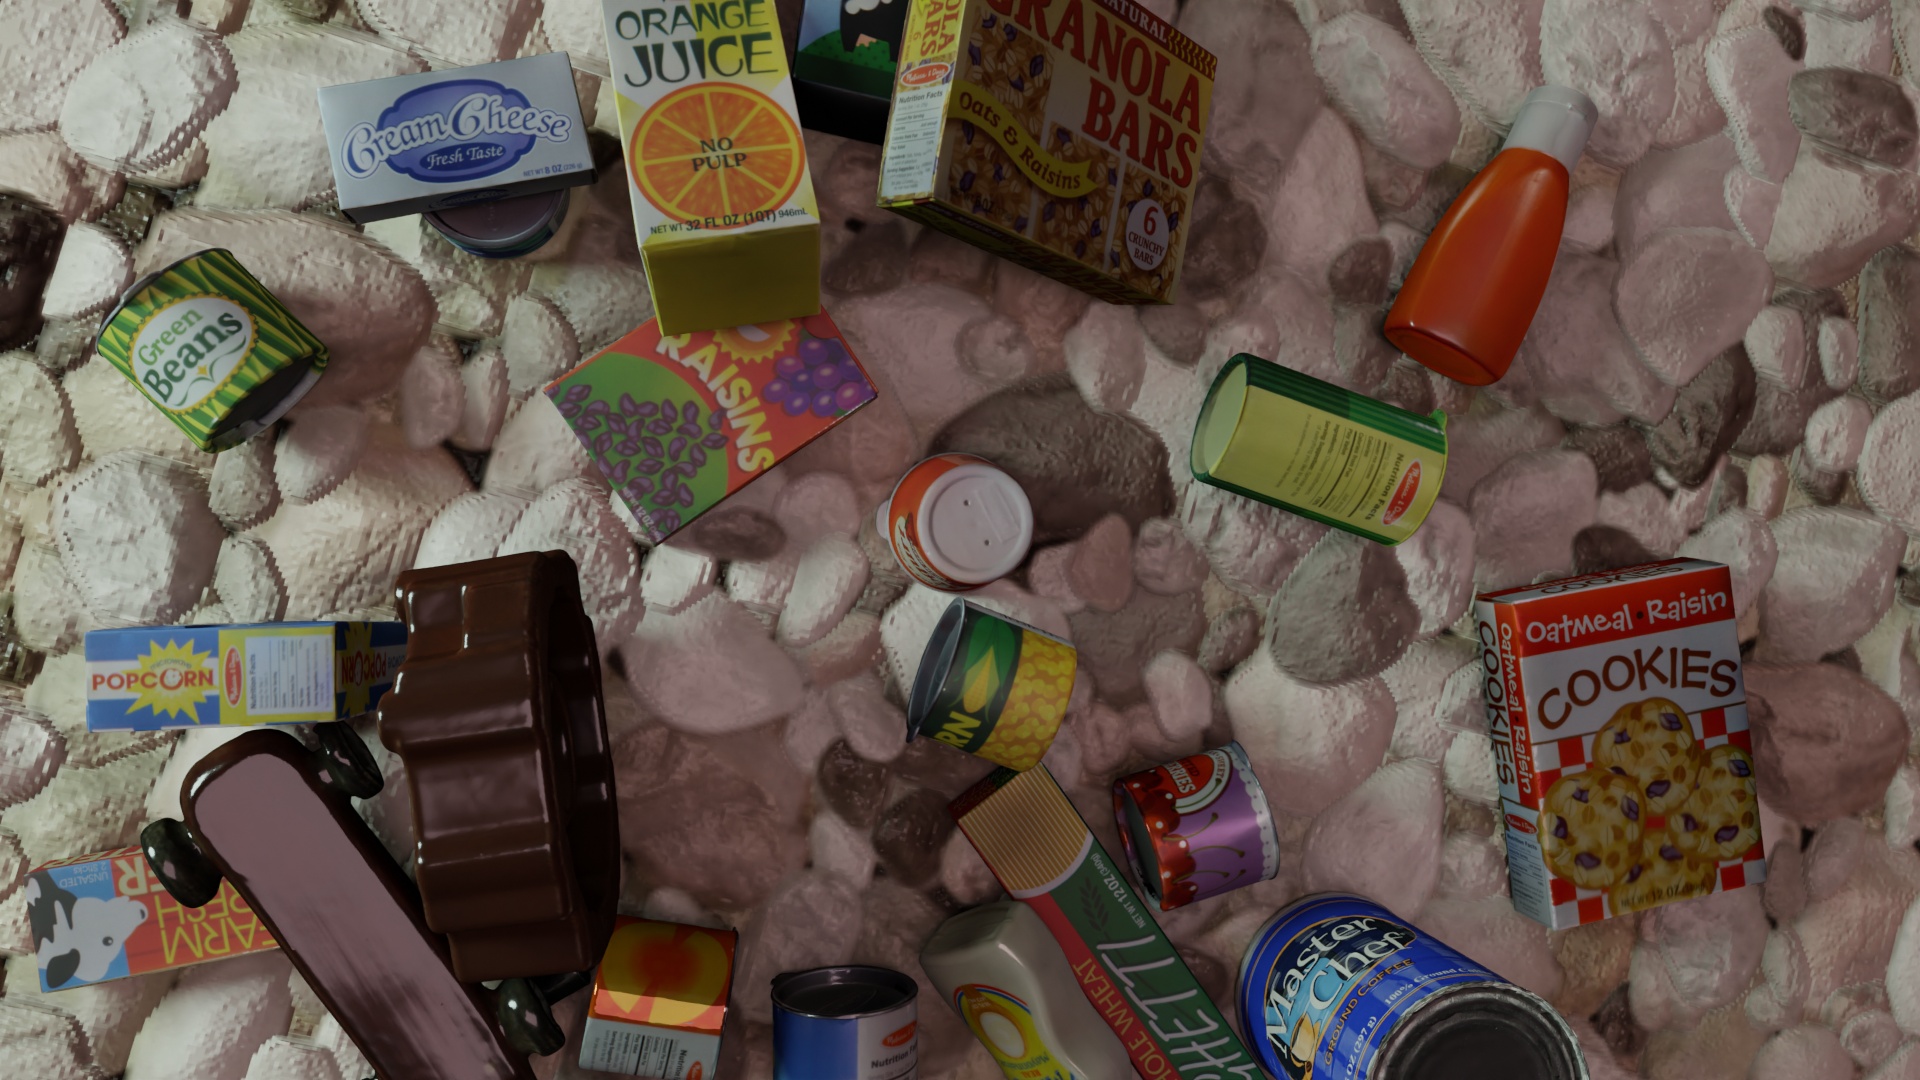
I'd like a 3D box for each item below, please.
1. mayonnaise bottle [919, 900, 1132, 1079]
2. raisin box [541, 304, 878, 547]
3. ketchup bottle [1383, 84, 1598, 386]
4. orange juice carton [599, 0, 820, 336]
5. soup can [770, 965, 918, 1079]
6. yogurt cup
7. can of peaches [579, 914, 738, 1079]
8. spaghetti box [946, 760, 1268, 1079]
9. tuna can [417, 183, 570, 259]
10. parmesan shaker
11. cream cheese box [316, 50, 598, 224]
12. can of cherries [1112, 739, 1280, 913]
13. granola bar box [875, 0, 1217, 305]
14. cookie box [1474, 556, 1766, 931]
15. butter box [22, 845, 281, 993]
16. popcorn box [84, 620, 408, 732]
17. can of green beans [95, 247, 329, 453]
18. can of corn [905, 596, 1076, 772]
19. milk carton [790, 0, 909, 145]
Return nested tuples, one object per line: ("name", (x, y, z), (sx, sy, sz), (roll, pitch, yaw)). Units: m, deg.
("mayonnaise bottle", (0.044, 0.239, 0.648), (0.148, 0.064, 0.041), (57, 40, -7))
("raisin box", (-0.111, -0.066, 0.629), (0.123, 0.040, 0.086), (-35, 95, -9))
("ketchup bottle", (0.272, -0.155, 0.696), (0.065, 0.043, 0.149), (28, 85, -10))
("orange juice carton", (-0.111, -0.192, 0.597), (0.072, 0.072, 0.193), (-10, 71, -9))
("soup can", (-0.054, 0.243, 0.629), (0.071, 0.071, 0.083), (0, 91, -10))
("yogurt cup", (0.002, -0.008, 0.643), (0.072, 0.054, 0.072), (0, 90, -11))
("can of peaches", (-0.133, 0.200, 0.614), (0.058, 0.071, 0.071), (11, 89, -10))
("spaghetti box", (0.086, 0.215, 0.671), (0.050, 0.028, 0.250), (-36, 96, -7))
("tuna can", (-0.210, -0.159, 0.614), (0.071, 0.033, 0.071), (0, 90, -10))
("parmesan shaker", (0.171, -0.046, 0.666), (0.103, 0.071, 0.071), (18, 87, -9))
("cream cheese box", (-0.210, -0.170, 0.584), (0.104, 0.024, 0.053), (-13, 90, -10))
("can of cherries", (0.109, 0.133, 0.656), (0.058, 0.071, 0.071), (-15, 93, -9))
("granola bar box", (0.043, -0.184, 0.614), (0.166, 0.039, 0.124), (11, 88, -46))
("cookie box", (0.337, 0.101, 0.711), (0.123, 0.040, 0.167), (-9, 93, -10))
("butter box", (-0.338, 0.156, 0.596), (0.104, 0.024, 0.053), (-9, 92, -10))
("popcorn box", (-0.277, 0.052, 0.555), (0.085, 0.126, 0.038), (-1, 87, -10))
("can of green beans", (-0.310, -0.078, 0.580), (0.071, 0.071, 0.058), (-45, 98, -7))
("can of corn", (0.013, 0.069, 0.638), (0.058, 0.071, 0.071), (22, 87, -10))
("milk carton", (-0.027, -0.283, 0.627), (0.073, 0.072, 0.190), (10, 88, -10))
